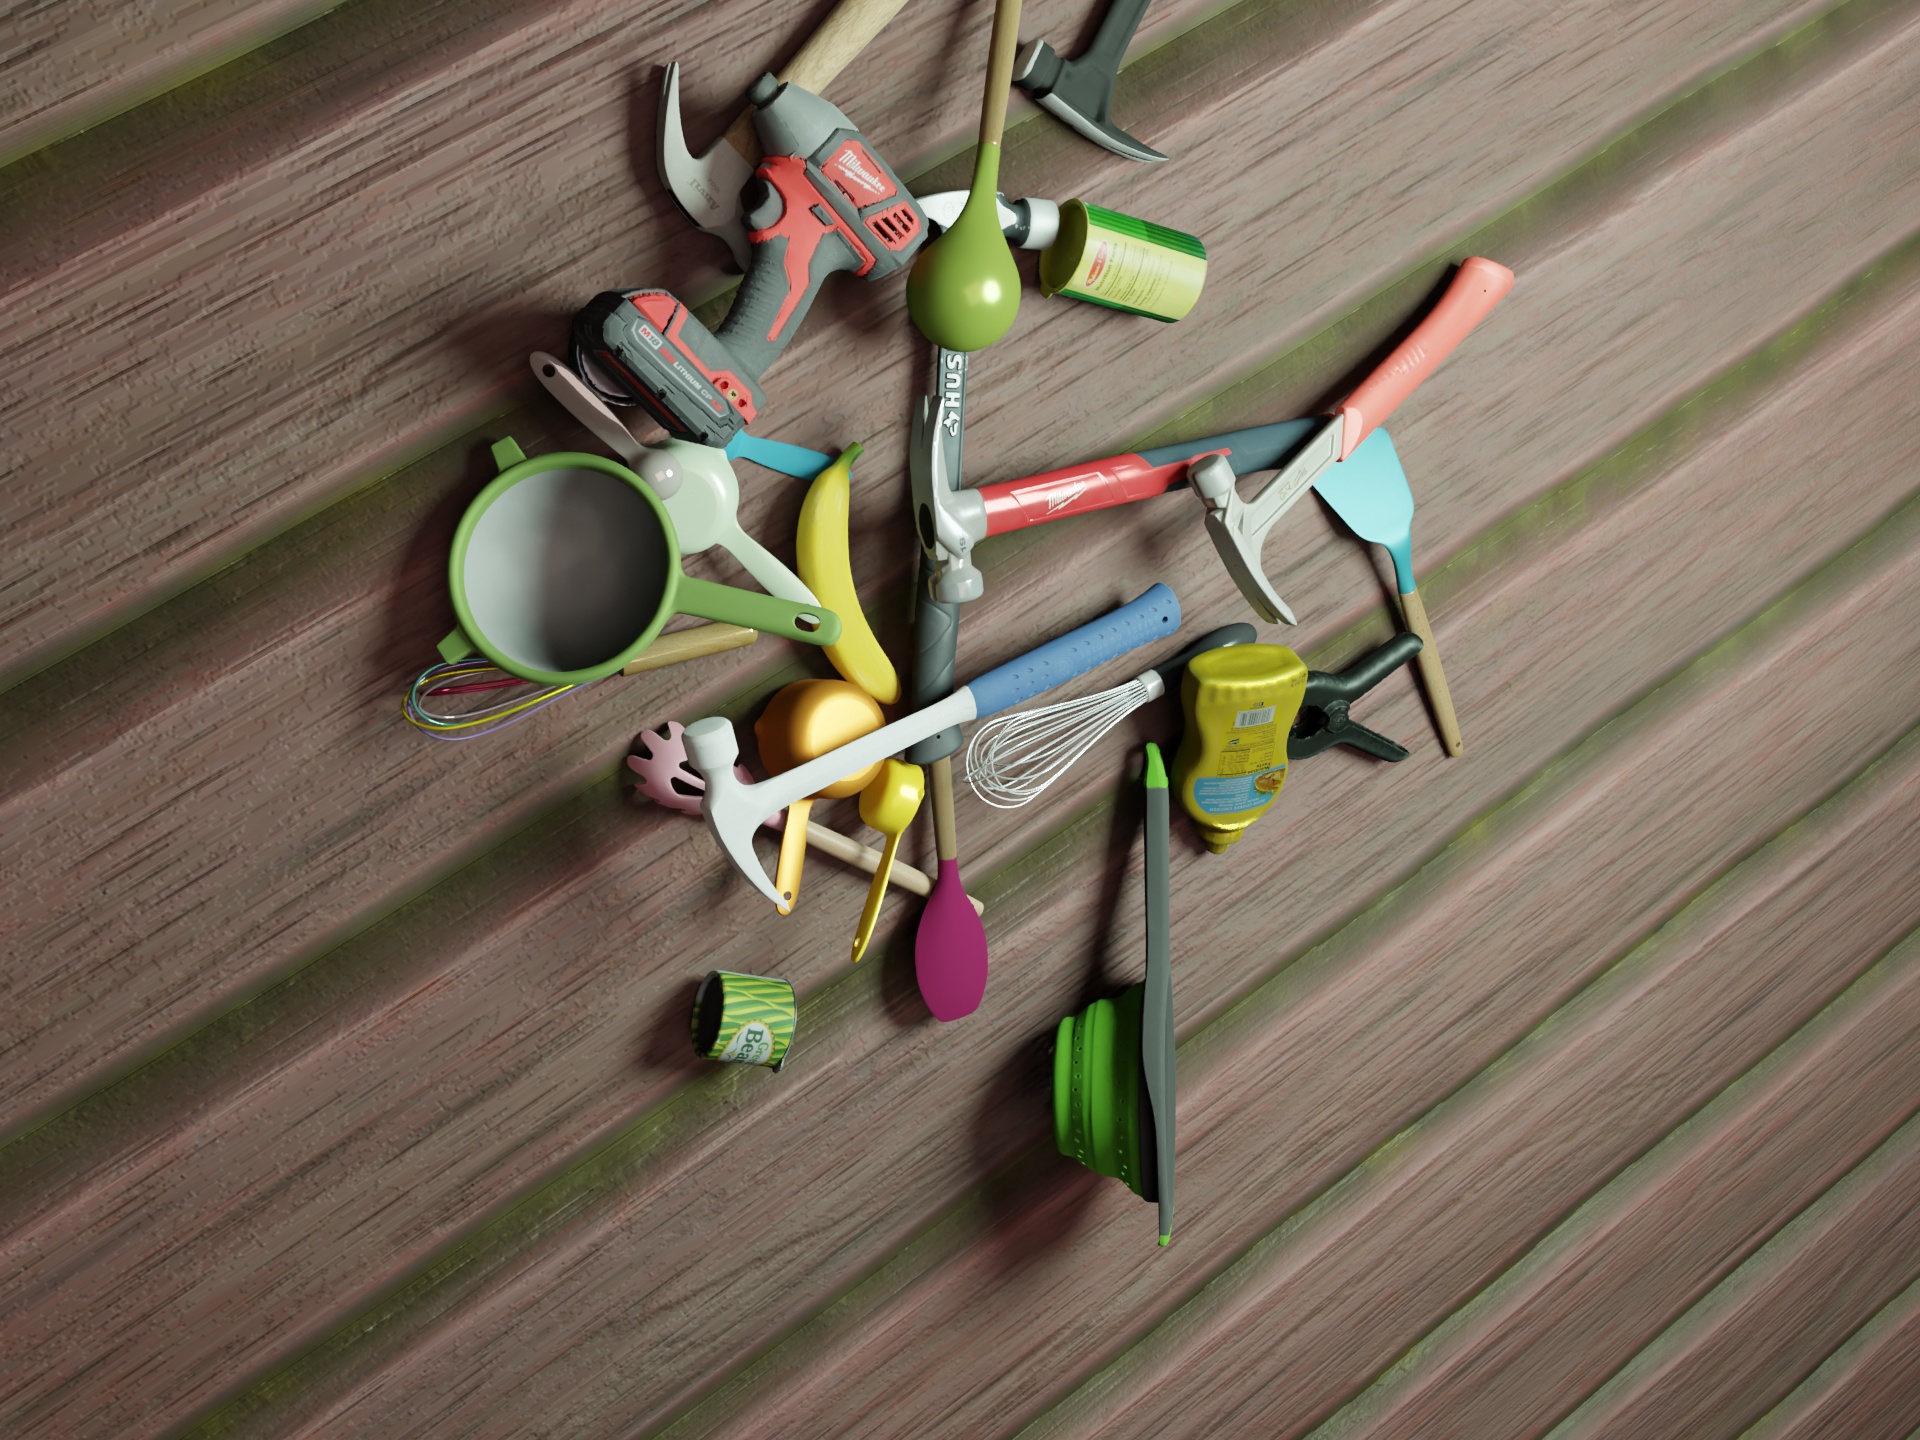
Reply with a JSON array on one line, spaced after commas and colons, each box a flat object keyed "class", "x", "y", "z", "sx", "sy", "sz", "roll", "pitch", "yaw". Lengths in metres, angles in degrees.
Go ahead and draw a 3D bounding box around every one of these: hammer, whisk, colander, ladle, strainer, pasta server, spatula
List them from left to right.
[{"class": "whisk", "x": -0.254, "y": -0.038, "z": 1.078, "sx": 0.245, "sy": 0.047, "sz": 0.051, "roll": -16, "pitch": 111, "yaw": -25}, {"class": "strainer", "x": -0.199, "y": -0.082, "z": 1.032, "sx": 0.256, "sy": 0.069, "sz": 0.151, "roll": 13, "pitch": 84, "yaw": 3}, {"class": "pasta server", "x": -0.105, "y": 0.086, "z": 1.192, "sx": 0.316, "sy": 0.040, "sz": 0.060, "roll": 28, "pitch": 92, "yaw": -33}, {"class": "hammer", "x": -0.074, "y": -0.457, "z": 1.042, "sx": 0.130, "sy": 0.031, "sz": 0.331, "roll": 42, "pitch": 85, "yaw": -29}, {"class": "hammer", "x": -0.014, "y": -0.168, "z": 1.139, "sx": 0.149, "sy": 0.036, "sz": 0.409, "roll": -1, "pitch": 102, "yaw": -23}, {"class": "hammer", "x": -0.002, "y": -0.004, "z": 1.142, "sx": 0.405, "sy": 0.035, "sz": 0.144, "roll": -25, "pitch": 116, "yaw": -27}, {"class": "ladle", "x": 0.019, "y": -0.407, "z": 1.073, "sx": 0.078, "sy": 0.062, "sz": 0.320, "roll": 9, "pitch": 85, "yaw": -14}, {"class": "colander", "x": 0.124, "y": 0.217, "z": 1.296, "sx": 0.094, "sy": 0.204, "sz": 0.397, "roll": -1, "pitch": 90, "yaw": 10}, {"class": "whisk", "x": 0.122, "y": -0.013, "z": 1.254, "sx": 0.284, "sy": 0.070, "sz": 0.070, "roll": -27, "pitch": 115, "yaw": -21}, {"class": "hammer", "x": 0.135, "y": -0.198, "z": 1.179, "sx": 0.386, "sy": 0.038, "sz": 0.143, "roll": -17, "pitch": 111, "yaw": -29}, {"class": "hammer", "x": 0.162, "y": -0.567, "z": 1.117, "sx": 0.127, "sy": 0.034, "sz": 0.337, "roll": 25, "pitch": 93, "yaw": -28}, {"class": "hammer", "x": 0.324, "y": -0.239, "z": 1.249, "sx": 0.359, "sy": 0.037, "sz": 0.149, "roll": -44, "pitch": 118, "yaw": -20}, {"class": "spatula", "x": 0.384, "y": -0.096, "z": 1.368, "sx": 0.082, "sy": 0.044, "sz": 0.317, "roll": -34, "pitch": 121, "yaw": -13}]

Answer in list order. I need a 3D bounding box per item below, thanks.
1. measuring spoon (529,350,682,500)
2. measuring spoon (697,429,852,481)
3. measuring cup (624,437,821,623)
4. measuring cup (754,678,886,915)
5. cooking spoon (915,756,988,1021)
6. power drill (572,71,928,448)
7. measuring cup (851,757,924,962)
[{"class": "measuring spoon", "x": -0.228, "y": -0.187, "z": 1.015, "sx": 0.034, "sy": 0.018, "sz": 0.124, "roll": -42, "pitch": 107, "yaw": 12}, {"class": "measuring spoon", "x": -0.130, "y": -0.184, "z": 1.100, "sx": 0.128, "sy": 0.021, "sz": 0.042, "roll": 12, "pitch": 99, "yaw": -28}, {"class": "measuring cup", "x": -0.155, "y": -0.119, "z": 1.075, "sx": 0.167, "sy": 0.038, "sz": 0.083, "roll": 43, "pitch": 103, "yaw": -16}, {"class": "measuring cup", "x": -0.101, "y": 0.055, "z": 1.137, "sx": 0.095, "sy": 0.052, "sz": 0.174, "roll": 15, "pitch": 79, "yaw": -36}, {"class": "cooking spoon", "x": -0.013, "y": 0.081, "z": 1.220, "sx": 0.068, "sy": 0.017, "sz": 0.318, "roll": -13, "pitch": 105, "yaw": -33}, {"class": "power drill", "x": -0.133, "y": -0.290, "z": 1.002, "sx": 0.220, "sy": 0.079, "sz": 0.143, "roll": -50, "pitch": 120, "yaw": -9}, {"class": "measuring cup", "x": -0.066, "y": 0.100, "z": 1.169, "sx": 0.029, "sy": 0.062, "sz": 0.157, "roll": 26, "pitch": 66, "yaw": -25}]
